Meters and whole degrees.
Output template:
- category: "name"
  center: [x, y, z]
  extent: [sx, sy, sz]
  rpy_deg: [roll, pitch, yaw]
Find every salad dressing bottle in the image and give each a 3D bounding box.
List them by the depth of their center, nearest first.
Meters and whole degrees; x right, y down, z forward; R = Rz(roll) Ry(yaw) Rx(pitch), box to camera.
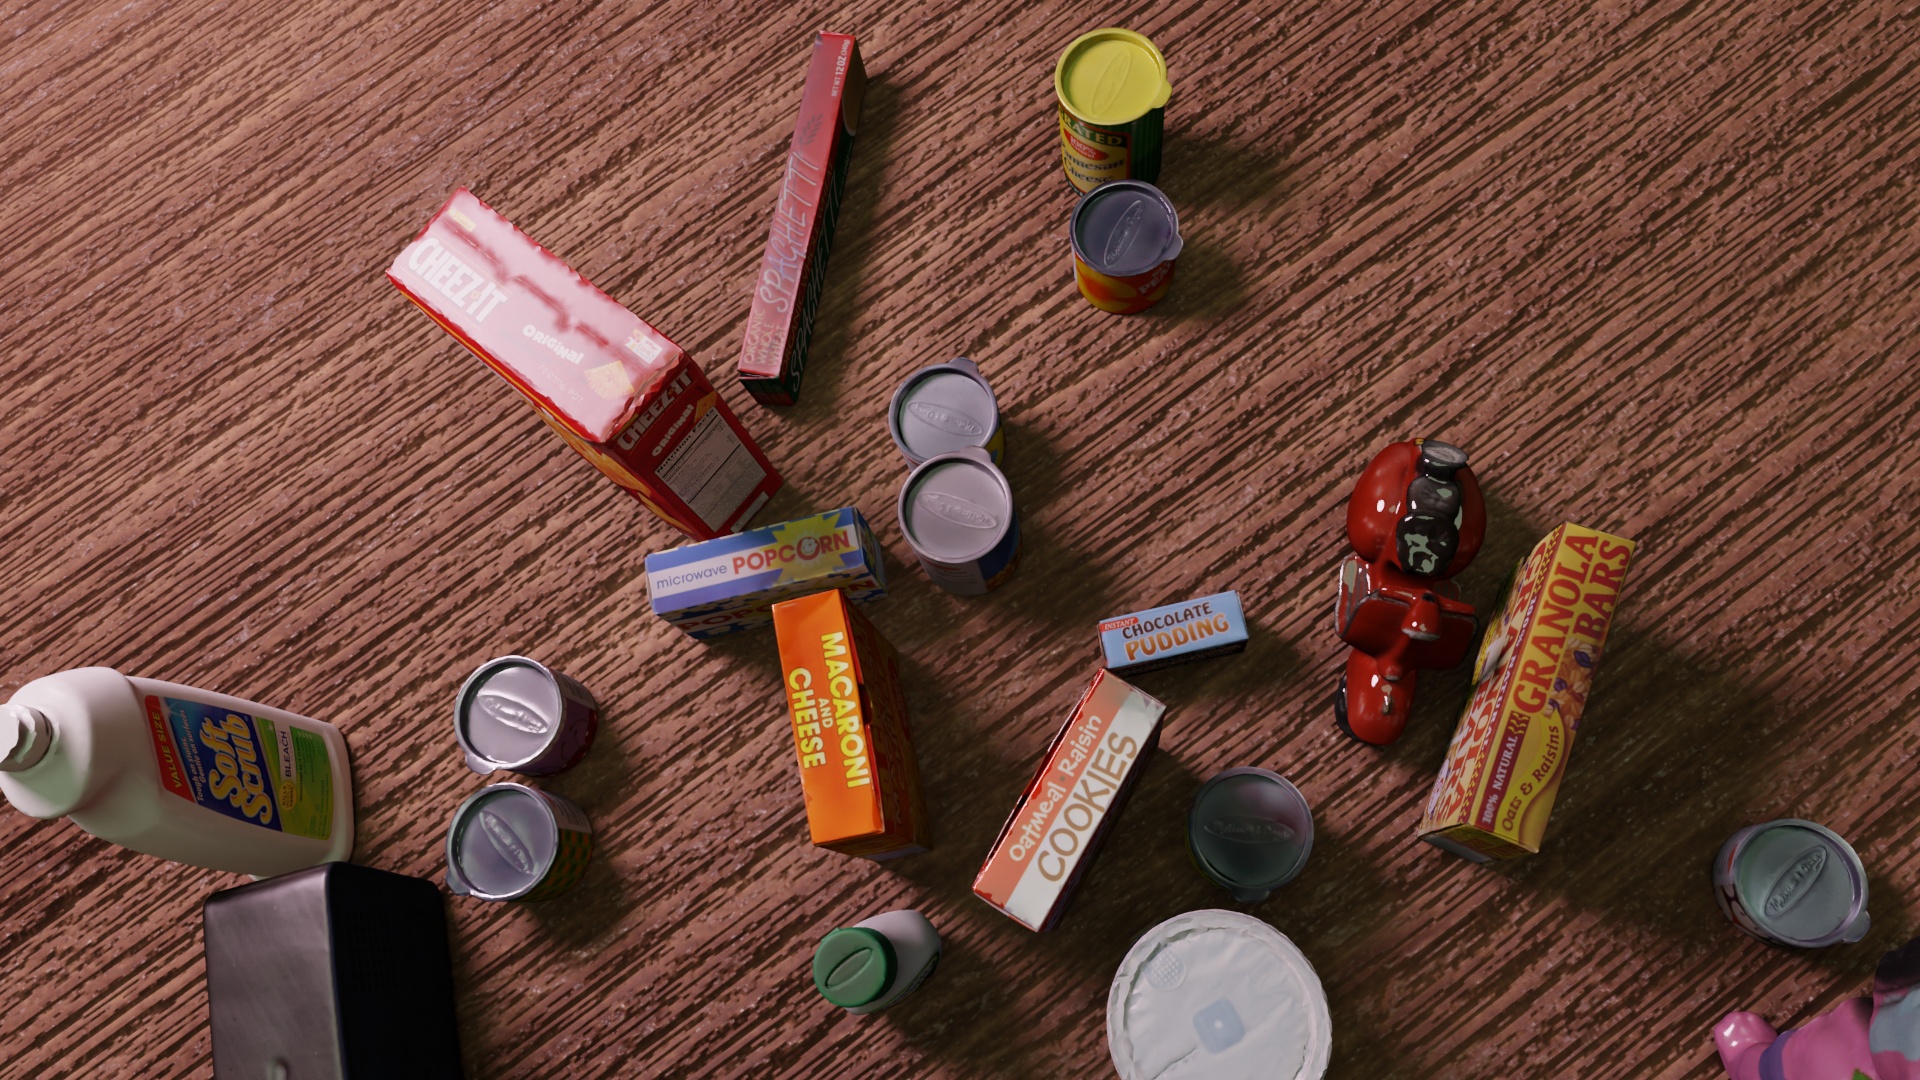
- category: "salad dressing bottle"
  center: [-0.045, 0.221, 0.726]
  extent: [0.064, 0.147, 0.044]
  rpy_deg: [-38, 74, -4]

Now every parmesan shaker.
- category: "parmesan shaker"
  center: [0.097, -0.261, 0.871]
  extent: [0.071, 0.103, 0.071]
  rpy_deg: [-2, 74, 6]

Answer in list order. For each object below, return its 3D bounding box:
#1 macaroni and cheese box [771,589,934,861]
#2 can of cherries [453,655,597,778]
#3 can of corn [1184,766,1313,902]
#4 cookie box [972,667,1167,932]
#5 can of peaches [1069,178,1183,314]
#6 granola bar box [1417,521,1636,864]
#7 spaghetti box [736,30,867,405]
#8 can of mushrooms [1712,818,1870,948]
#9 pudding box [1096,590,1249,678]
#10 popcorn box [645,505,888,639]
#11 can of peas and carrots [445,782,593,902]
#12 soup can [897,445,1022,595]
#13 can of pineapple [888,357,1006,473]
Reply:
- category: "macaroni and cheese box"
  center: [-0.054, 0.105, 0.750]
  extent: [0.040, 0.166, 0.124]
  rpy_deg: [-13, 73, 3]
- category: "can of cherries"
  center: [-0.260, 0.109, 0.830]
  extent: [0.071, 0.058, 0.071]
  rpy_deg: [-2, 74, 6]
- category: "can of corn"
  center: [0.157, 0.163, 0.766]
  extent: [0.071, 0.058, 0.071]
  rpy_deg: [-2, 74, 6]
- category: "cookie box"
  center: [0.060, 0.141, 0.726]
  extent: [0.040, 0.167, 0.123]
  rpy_deg: [29, 80, 13]
- category: "can of peaches"
  center: [0.105, -0.182, 0.871]
  extent: [0.071, 0.058, 0.071]
  rpy_deg: [-2, 74, 6]
- category: "granola bar box"
  center: [0.296, 0.084, 0.738]
  extent: [0.039, 0.124, 0.166]
  rpy_deg: [21, 78, 12]
- category: "spaghetti box"
  center: [-0.101, -0.211, 0.907]
  extent: [0.029, 0.050, 0.250]
  rpy_deg: [8, 75, 9]
- category: "can of mushrooms"
  center: [0.442, 0.184, 0.739]
  extent: [0.071, 0.033, 0.071]
  rpy_deg: [-2, 74, 6]
- category: "pudding box"
  center: [0.123, 0.056, 0.805]
  extent: [0.084, 0.049, 0.030]
  rpy_deg: [-13, 73, 3]
- category: "popcorn box"
  center: [-0.112, 0.021, 0.824]
  extent: [0.127, 0.085, 0.038]
  rpy_deg: [-13, 74, 3]
- category: "can of peas and carrots"
  center: [-0.257, 0.179, 0.809]
  extent: [0.071, 0.058, 0.071]
  rpy_deg: [-2, 74, 6]
- category: "soup can"
  center: [0.003, -0.010, 0.820]
  extent: [0.071, 0.083, 0.071]
  rpy_deg: [-2, 74, 6]
- category: "can of pineapple"
  center: [-0.006, -0.069, 0.851]
  extent: [0.071, 0.057, 0.071]
  rpy_deg: [-2, 74, 6]
